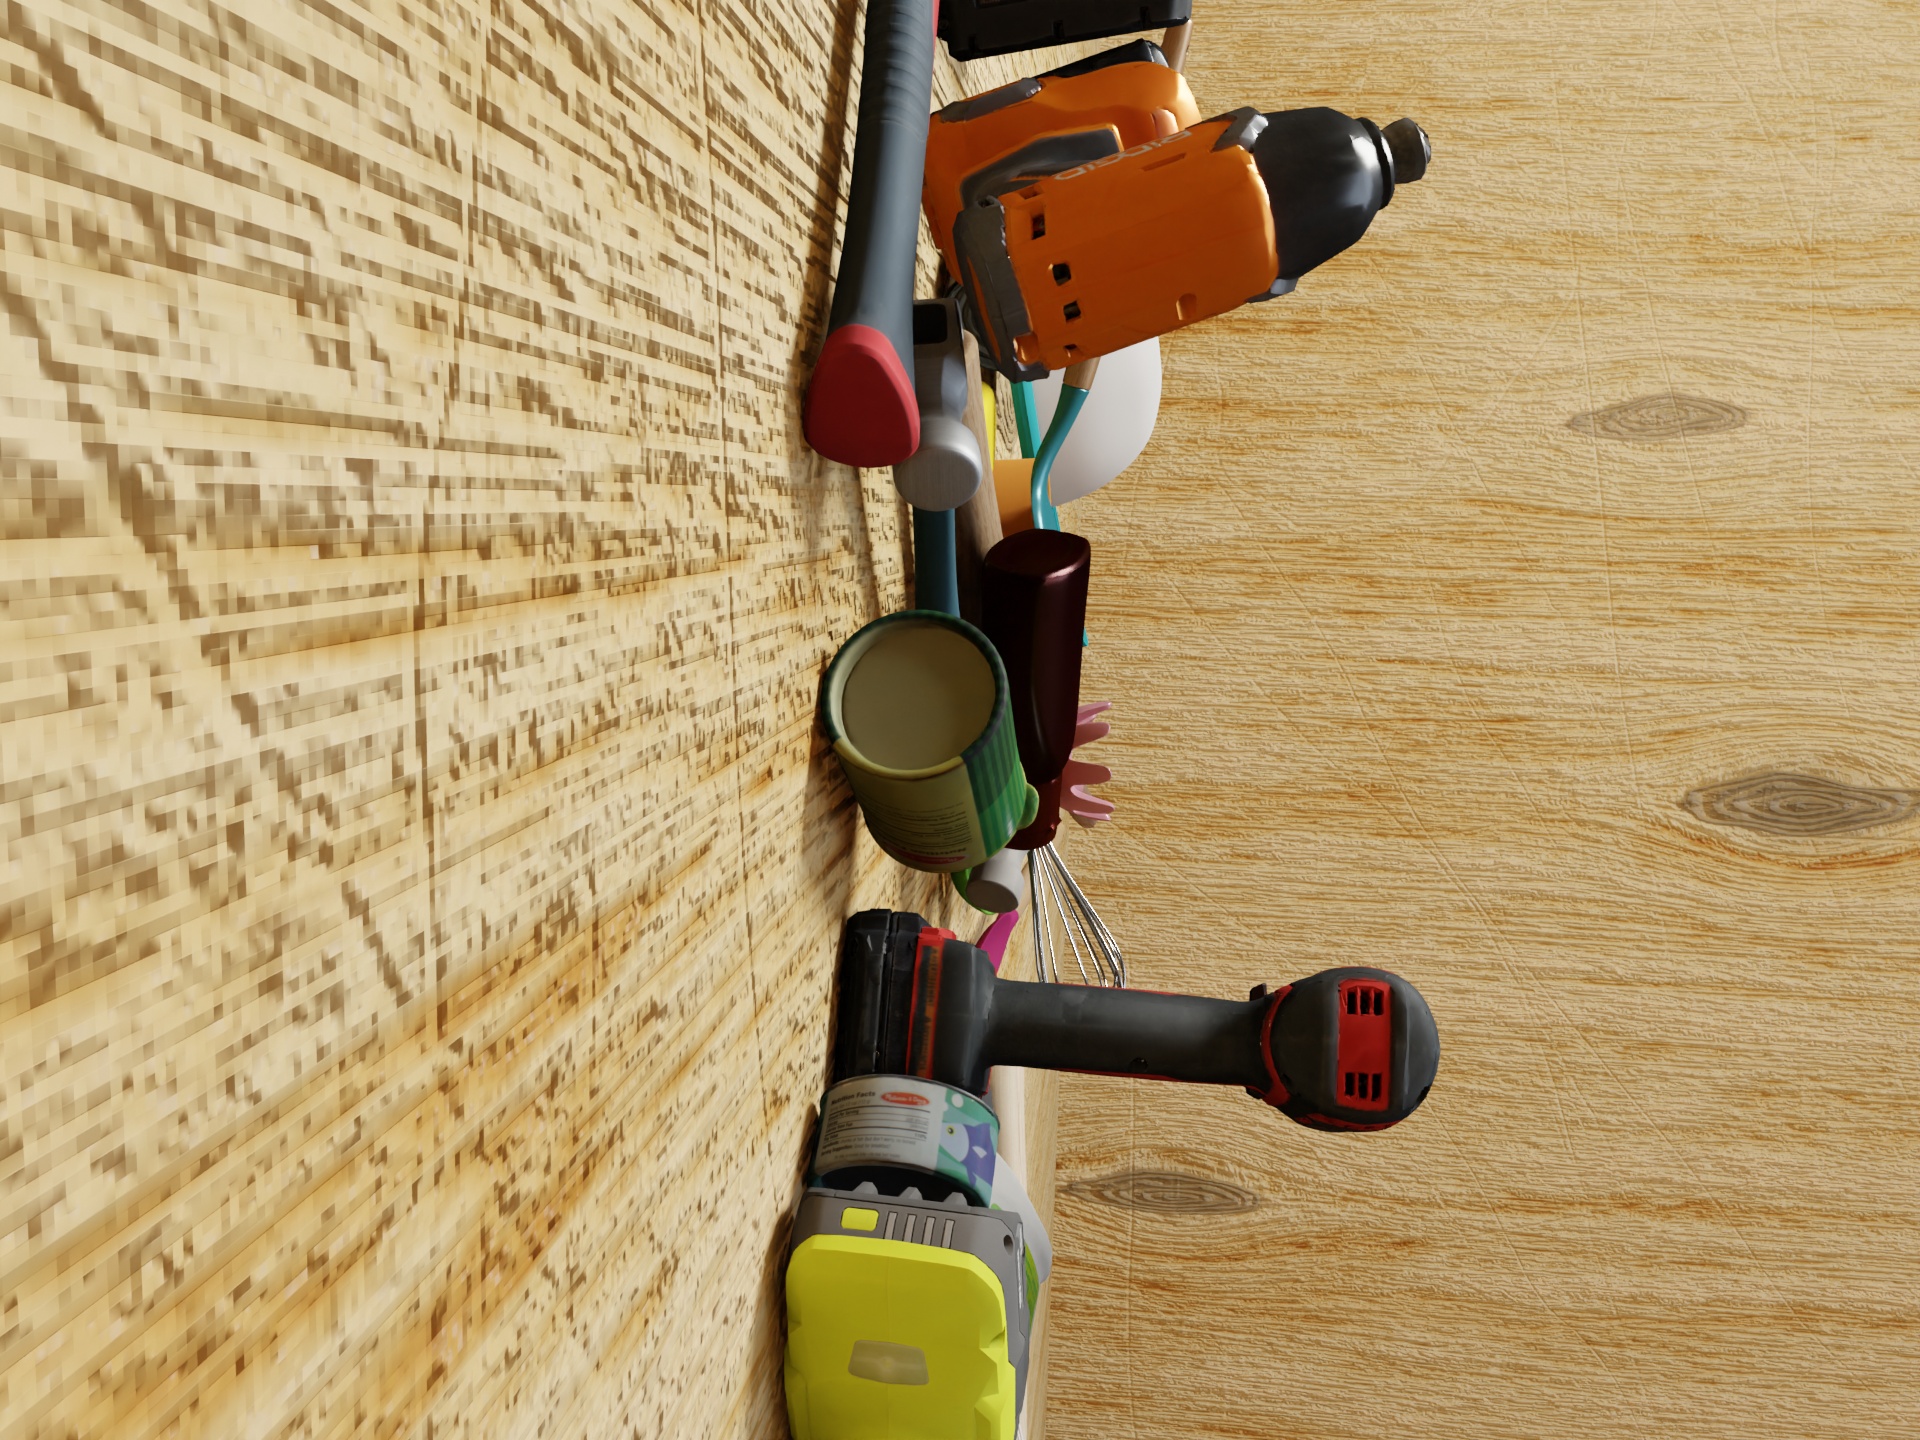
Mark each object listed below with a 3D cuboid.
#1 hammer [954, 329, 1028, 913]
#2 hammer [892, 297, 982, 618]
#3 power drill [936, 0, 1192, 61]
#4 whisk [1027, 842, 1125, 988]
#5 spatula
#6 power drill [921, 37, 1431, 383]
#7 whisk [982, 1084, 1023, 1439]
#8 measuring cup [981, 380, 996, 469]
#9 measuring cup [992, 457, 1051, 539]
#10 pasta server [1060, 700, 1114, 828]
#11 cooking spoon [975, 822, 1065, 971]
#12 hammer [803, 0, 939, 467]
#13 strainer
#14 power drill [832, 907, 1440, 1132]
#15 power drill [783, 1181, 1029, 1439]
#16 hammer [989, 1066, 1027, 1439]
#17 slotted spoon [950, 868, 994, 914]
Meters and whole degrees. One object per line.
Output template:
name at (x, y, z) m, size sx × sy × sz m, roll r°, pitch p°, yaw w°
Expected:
hammer at (0.015, -0.050, 0.789) m, size 0.331 × 0.031 × 0.130 m, roll 79°, pitch 23°, yaw -48°
hammer at (-0.010, -0.035, 0.678) m, size 0.330 × 0.033 × 0.128 m, roll 89°, pitch -3°, yaw -52°
power drill at (0.061, -0.362, 0.751) m, size 0.220 × 0.143 × 0.078 m, roll -69°, pitch 152°, yaw -65°
whisk at (0.046, 0.074, 0.952) m, size 0.058 × 0.059 × 0.246 m, roll -34°, pitch -111°, yaw 47°
spatula at (0.078, -0.196, 0.824) m, size 0.082 × 0.044 × 0.317 m, roll -55°, pitch 162°, yaw -72°
power drill at (0.069, -0.205, 0.614) m, size 0.227 × 0.164 × 0.084 m, roll -108°, pitch 179°, yaw -62°
whisk at (0.005, 0.345, 0.950) m, size 0.070 × 0.070 × 0.285 m, roll 80°, pitch 9°, yaw -63°
measuring cup at (0.010, -0.191, 0.860) m, size 0.062 × 0.029 × 0.157 m, roll 84°, pitch 13°, yaw -55°
measuring cup at (0.024, -0.068, 0.933) m, size 0.095 × 0.052 × 0.173 m, roll -65°, pitch 156°, yaw -71°
pasta server at (0.073, 0.041, 0.921) m, size 0.316 × 0.040 × 0.060 m, roll 52°, pitch 36°, yaw -78°
cooking spoon at (0.041, 0.135, 1.178) m, size 0.319 × 0.017 × 0.068 m, roll -47°, pitch 151°, yaw -68°
hammer at (-0.017, -0.267, 0.564) m, size 0.143 × 0.038 × 0.386 m, roll 75°, pitch 18°, yaw -75°
strainer at (0.089, -0.189, 1.052) m, size 0.211 × 0.095 × 0.340 m, roll -92°, pitch 171°, yaw -50°
power drill at (0.072, 0.132, 0.657) m, size 0.187 × 0.226 × 0.080 m, roll 67°, pitch 26°, yaw -75°
power drill at (-0.033, 0.250, 0.454) m, size 0.229 × 0.080 × 0.190 m, roll -74°, pitch 165°, yaw -55°
hammer at (0.032, 0.382, 0.971) m, size 0.038 × 0.146 × 0.411 m, roll 16°, pitch 65°, yaw -39°
slotted spoon at (-0.001, -0.003, 0.863) m, size 0.313 × 0.031 × 0.070 m, roll 83°, pitch 10°, yaw -45°
